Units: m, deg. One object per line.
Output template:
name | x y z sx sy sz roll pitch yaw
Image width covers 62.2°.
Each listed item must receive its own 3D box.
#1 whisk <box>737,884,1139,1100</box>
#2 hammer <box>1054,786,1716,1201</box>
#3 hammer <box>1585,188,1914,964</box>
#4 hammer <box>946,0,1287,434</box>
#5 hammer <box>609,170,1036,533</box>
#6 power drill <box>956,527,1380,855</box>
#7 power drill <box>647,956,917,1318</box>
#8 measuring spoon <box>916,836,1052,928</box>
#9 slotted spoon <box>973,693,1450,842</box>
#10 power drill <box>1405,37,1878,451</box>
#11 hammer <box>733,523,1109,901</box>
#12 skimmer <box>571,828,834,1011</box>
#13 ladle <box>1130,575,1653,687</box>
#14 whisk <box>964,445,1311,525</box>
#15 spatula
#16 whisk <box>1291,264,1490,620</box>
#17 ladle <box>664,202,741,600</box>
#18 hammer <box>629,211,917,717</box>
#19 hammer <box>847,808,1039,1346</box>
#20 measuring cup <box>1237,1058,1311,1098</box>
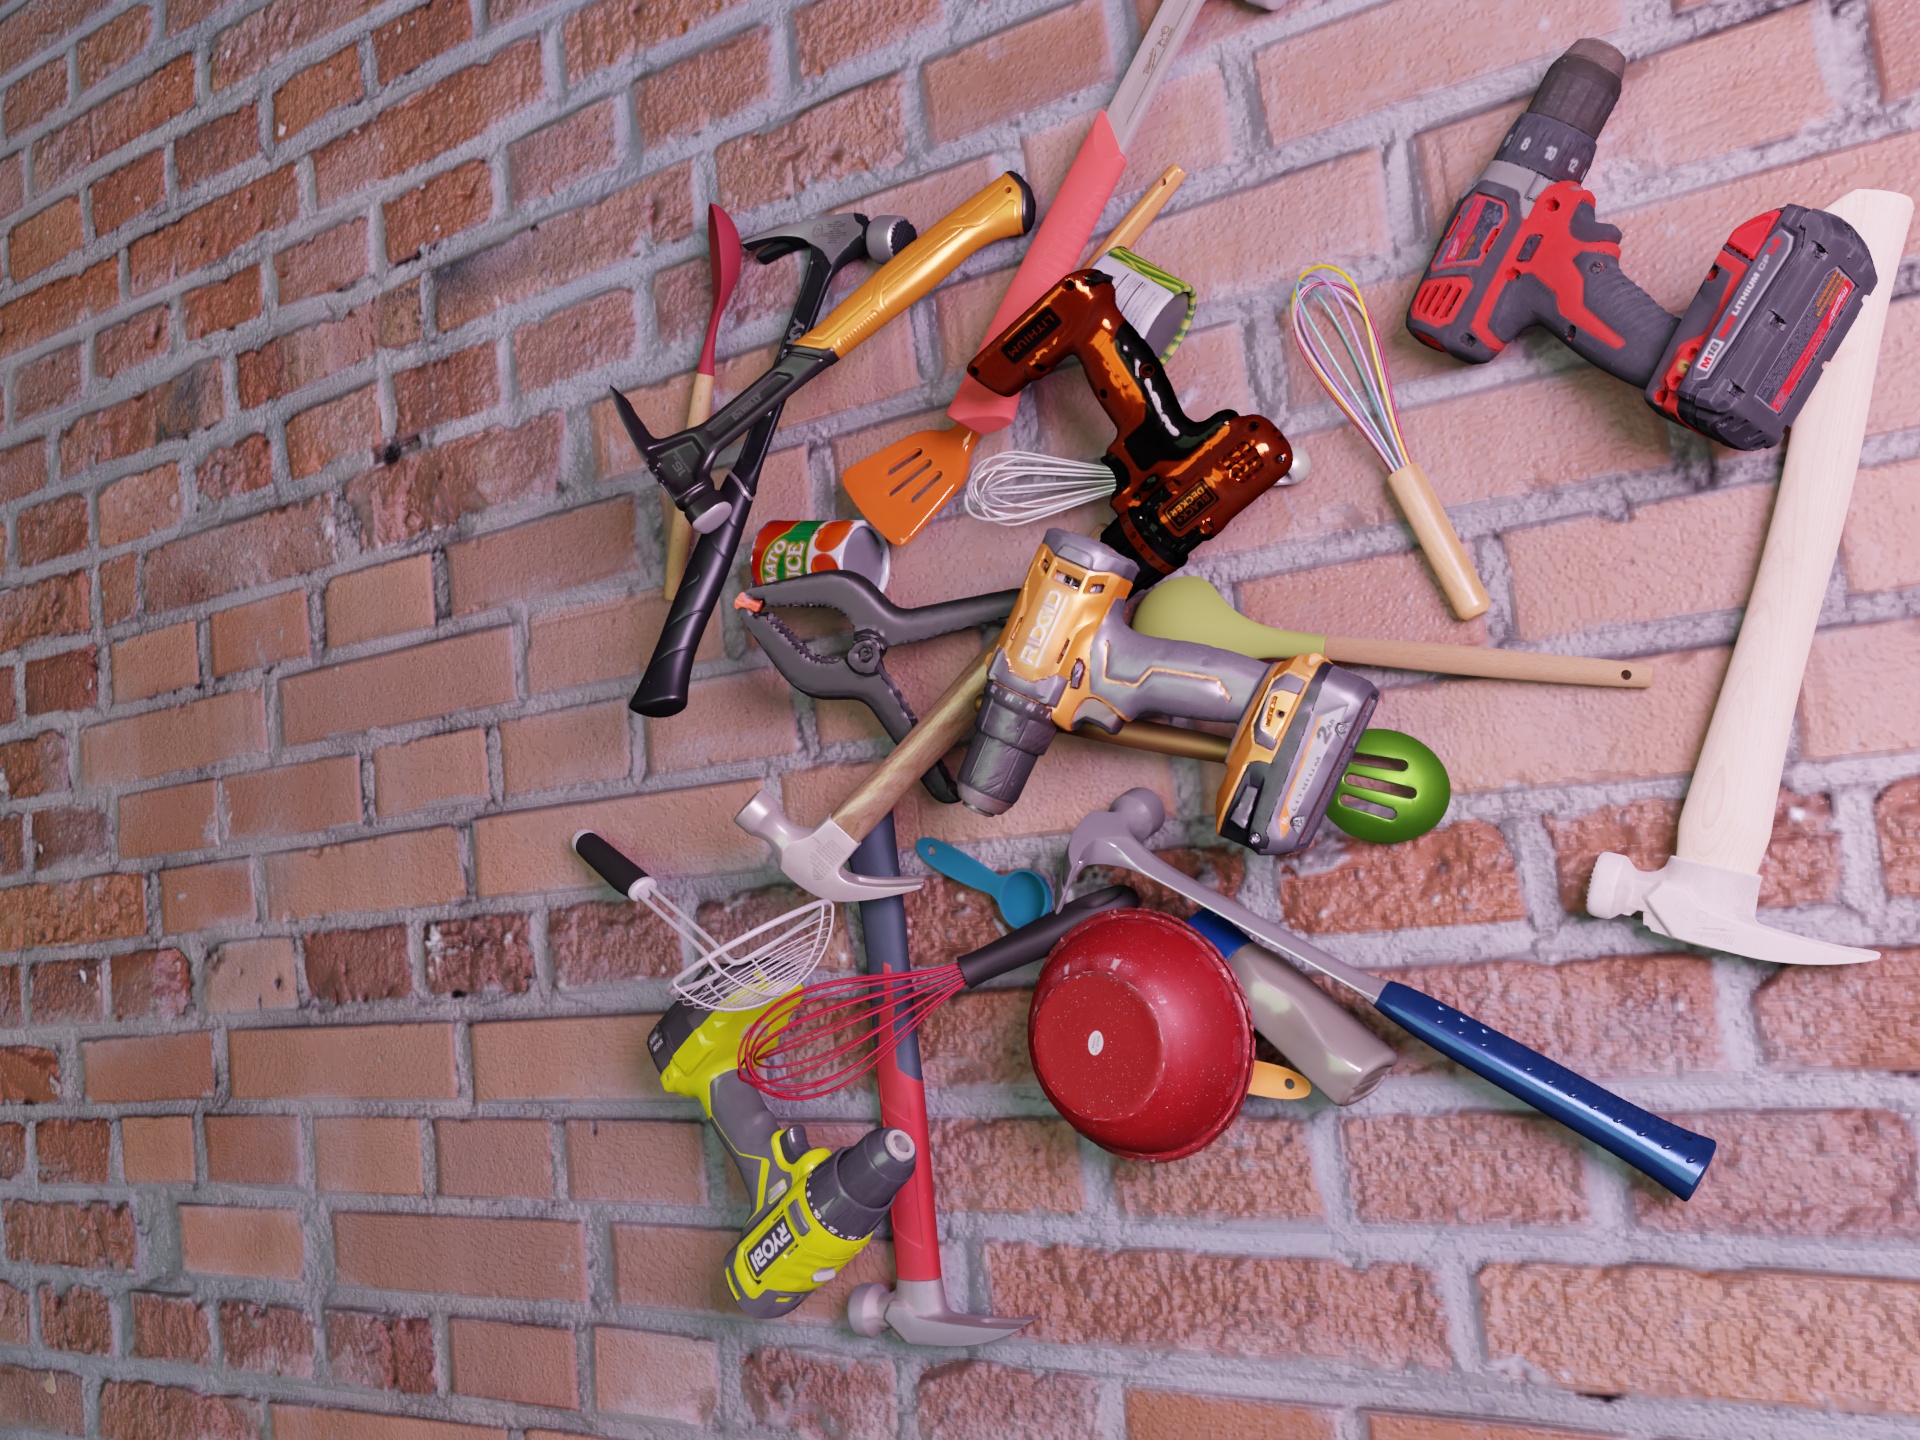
whisk | -0.015 0.179 1.072 0.296 0.073 0.073 -24 74 0
hammer | 0.238 0.160 0.944 0.406 0.144 0.035 28 118 23
hammer | 0.457 -0.075 0.856 0.146 0.038 0.410 14 95 30
hammer | 0.079 -0.365 1.079 0.149 0.036 0.359 32 99 30
hammer | -0.091 -0.282 1.137 0.337 0.034 0.127 -37 78 3
power drill | 0.115 0.006 0.968 0.226 0.084 0.185 27 97 19
power drill | -0.129 0.288 1.151 0.190 0.080 0.229 -50 54 28
measuring spoon | 0.019 0.111 1.137 0.129 0.021 0.042 24 101 39
slotted spoon | 0.152 0.018 1.018 0.314 0.031 0.070 12 92 23
power drill | 0.373 -0.264 0.874 0.227 0.080 0.188 39 110 42
hammer | -0.002 -0.004 1.104 0.130 0.031 0.331 43 99 -6
skimmer | -0.218 0.123 1.187 0.364 0.127 0.090 25 133 51
ladle | 0.256 -0.042 0.984 0.320 0.062 0.078 7 95 25
whisk | 0.113 -0.161 1.068 0.246 0.057 0.059 -1 52 28
spatula | 0.042 -0.260 1.118 0.322 0.041 0.081 -48 65 20
whisk | 0.264 -0.174 0.977 0.047 0.051 0.245 -28 77 22
ladle | -0.210 -0.252 1.277 0.069 0.031 0.315 -143 61 -72
hammer | -0.161 -0.194 1.187 0.149 0.036 0.409 14 80 35
hammer | -0.032 0.249 1.147 0.143 0.038 0.386 -9 83 30
measuring cup | 0.150 0.216 1.028 0.174 0.052 0.095 7 92 30
